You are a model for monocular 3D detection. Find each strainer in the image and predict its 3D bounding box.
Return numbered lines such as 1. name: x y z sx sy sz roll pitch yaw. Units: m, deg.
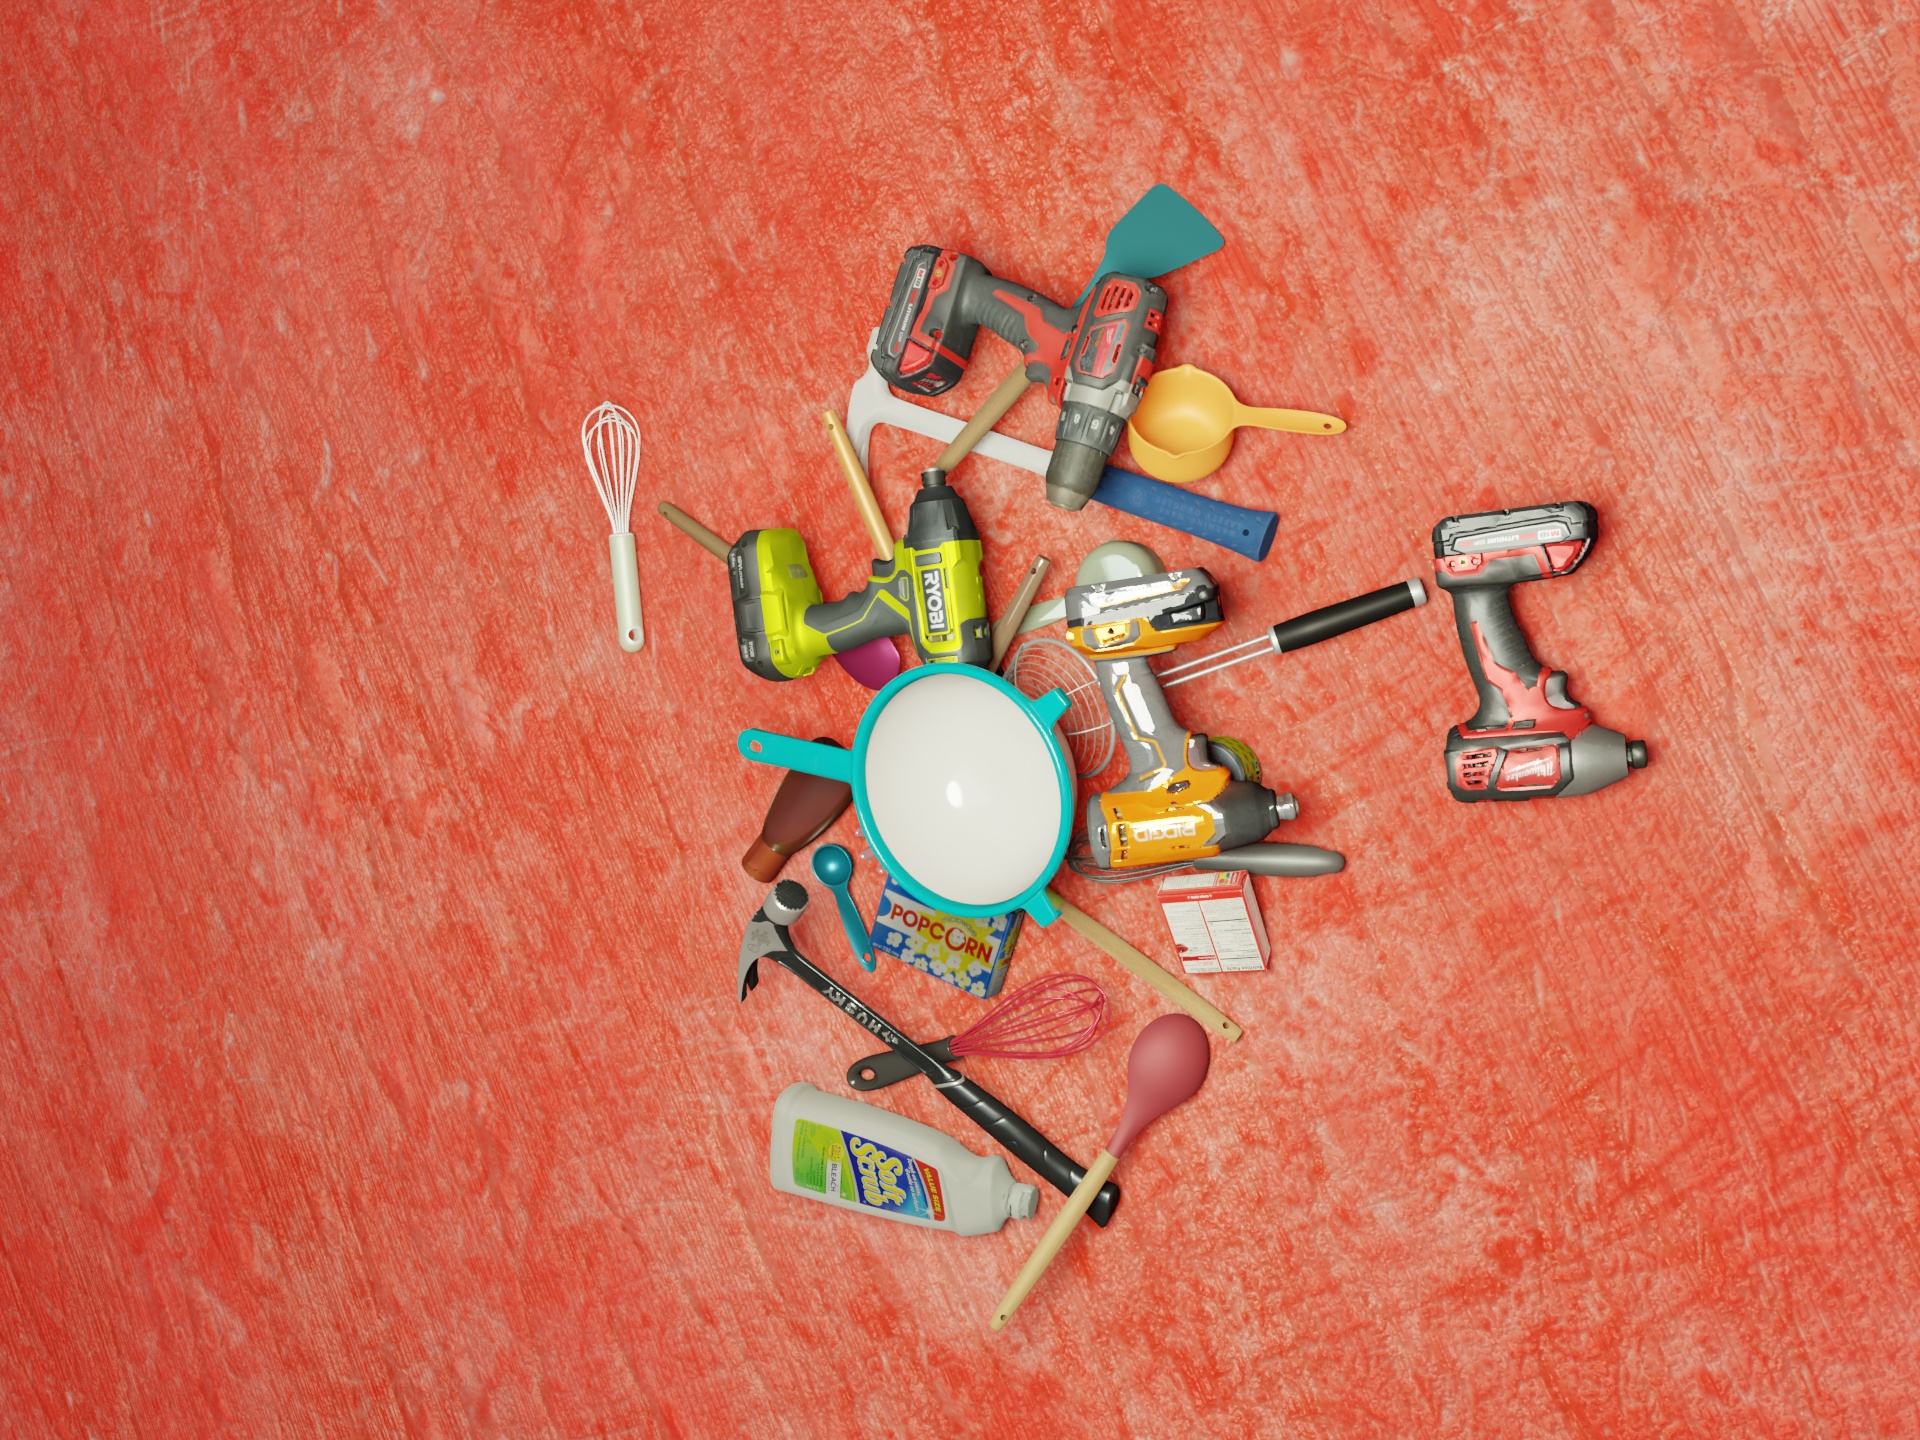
1. strainer: -0.034 0.040 1.348 0.340 0.095 0.211 11 107 33

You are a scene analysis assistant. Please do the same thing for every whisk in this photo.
1. whisk: 0.199 0.115 1.326 0.239 0.055 0.055 1 94 21
2. whisk: -0.335 -0.190 1.563 0.059 0.057 0.246 3 99 60
3. whisk: 0.011 0.287 1.421 0.296 0.073 0.073 -24 83 32

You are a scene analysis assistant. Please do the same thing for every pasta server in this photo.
1. pasta server: -0.002 -0.004 1.385 0.060 0.040 0.316 36 110 23

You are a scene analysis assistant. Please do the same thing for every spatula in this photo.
1. spatula: 0.081 -0.312 1.337 0.317 0.044 0.082 -46 73 16
2. spatula: -0.057 -0.124 1.414 0.081 0.041 0.322 -20 97 26

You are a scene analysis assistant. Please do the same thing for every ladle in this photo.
1. ladle: 0.113 0.387 1.348 0.069 0.031 0.315 32 94 -5
2. ladle: 0.107 0.173 1.366 0.320 0.062 0.078 35 75 16

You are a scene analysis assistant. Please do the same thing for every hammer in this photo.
1. hammer: 0.075 -0.214 1.366 0.406 0.035 0.144 23 103 23
2. hammer: -0.029 0.308 1.399 0.409 0.036 0.149 38 131 4

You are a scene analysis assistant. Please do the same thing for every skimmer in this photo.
1. skimmer: 0.202 -0.051 1.319 0.363 0.090 0.127 -19 96 15

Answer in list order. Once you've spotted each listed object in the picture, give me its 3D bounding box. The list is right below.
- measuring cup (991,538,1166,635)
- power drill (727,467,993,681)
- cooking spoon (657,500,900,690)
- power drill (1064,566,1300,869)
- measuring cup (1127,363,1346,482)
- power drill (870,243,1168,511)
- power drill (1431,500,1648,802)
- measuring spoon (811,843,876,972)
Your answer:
1. measuring cup: 0.094 -0.102 1.361 0.167 0.038 0.083 -18 86 23
2. power drill: -0.085 -0.119 1.375 0.223 0.080 0.171 -6 93 28
3. cooking spoon: -0.175 -0.124 1.486 0.319 0.017 0.068 36 127 25
4. power drill: 0.170 -0.003 1.242 0.164 0.084 0.226 -8 94 14
5. measuring cup: 0.220 -0.231 1.285 0.173 0.052 0.095 7 62 8
6. power drill: 0.043 -0.282 1.288 0.227 0.080 0.188 20 95 26
7. power drill: 0.429 -0.049 1.188 0.143 0.078 0.219 -5 94 26
8. measuring spoon: -0.102 0.174 1.490 0.042 0.021 0.128 -18 95 26
